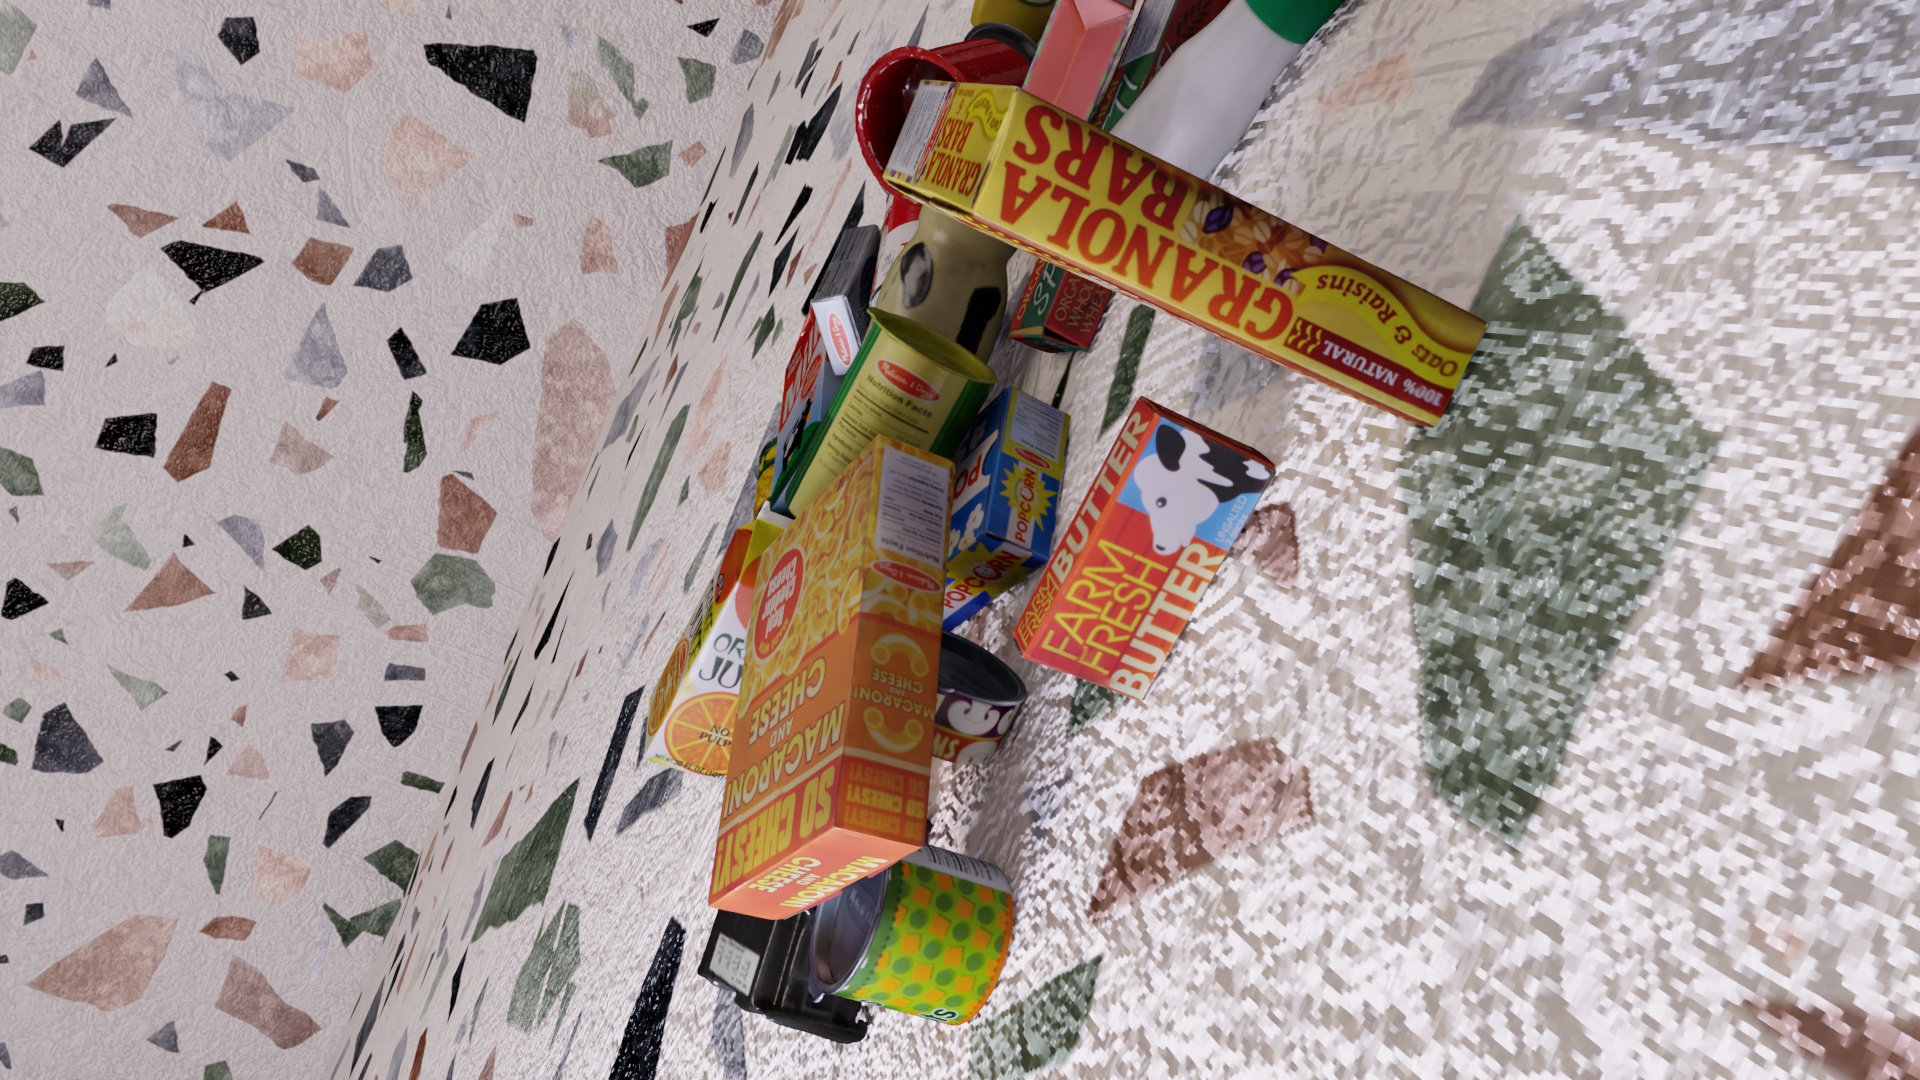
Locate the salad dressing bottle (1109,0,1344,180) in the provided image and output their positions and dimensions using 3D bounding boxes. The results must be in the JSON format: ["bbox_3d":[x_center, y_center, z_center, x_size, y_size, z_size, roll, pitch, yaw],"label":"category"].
[{"bbox_3d":[0.115,-0.204,0.614,0.147,0.044,0.064,-46,29,41],"label":"salad dressing bottle"}]

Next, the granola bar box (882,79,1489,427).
[{"bbox_3d":[0.066,-0.095,0.449,0.039,0.165,0.124,-66,21,12],"label":"granola bar box"}]

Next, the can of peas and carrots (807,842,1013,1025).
[{"bbox_3d":[-0.021,0.156,0.553,0.070,0.059,0.071,-51,26,38],"label":"can of peas and carrots"}]

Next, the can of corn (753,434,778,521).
[{"bbox_3d":[-0.109,-0.032,0.945,0.070,0.071,0.058,-52,26,36],"label":"can of corn"}]

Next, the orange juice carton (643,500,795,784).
[{"bbox_3d":[-0.136,0.063,0.912,0.192,0.072,0.073,-59,22,21],"label":"orange juice carton"}]

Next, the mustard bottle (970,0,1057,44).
[{"bbox_3d":[0.043,-0.376,0.943,0.049,0.065,0.159,-96,29,-61],"label":"mustard bottle"}]

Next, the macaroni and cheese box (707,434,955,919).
[{"bbox_3d":[-0.052,0.058,0.569,0.123,0.040,0.167,-40,38,49],"label":"macaroni and cheese box"}]

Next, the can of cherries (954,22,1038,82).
[{"bbox_3d":[0.020,-0.295,0.913,0.058,0.071,0.072,-32,40,59],"label":"can of cherries"}]

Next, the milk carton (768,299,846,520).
[{"bbox_3d":[-0.073,-0.093,0.916,0.073,0.072,0.191,-52,25,36],"label":"milk carton"}]

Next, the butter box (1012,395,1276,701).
[{"bbox_3d":[0.065,0.005,0.505,0.103,0.053,0.024,-62,19,13],"label":"butter box"}]

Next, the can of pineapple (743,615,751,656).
[{"bbox_3d":[-0.089,0.050,0.830,0.070,0.058,0.071,-51,26,37],"label":"can of pineapple"}]

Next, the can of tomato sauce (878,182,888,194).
[{"bbox_3d":[-0.013,-0.279,0.975,0.083,0.071,0.071,-28,44,59],"label":"can of tomato sauce"}]

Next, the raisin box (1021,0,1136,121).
[{"bbox_3d":[0.062,-0.259,0.747,0.124,0.040,0.085,-73,5,-62],"label":"raisin box"}]

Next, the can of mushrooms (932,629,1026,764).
[{"bbox_3d":[-0.009,0.066,0.601,0.033,0.071,0.071,-63,21,15],"label":"can of mushrooms"}]

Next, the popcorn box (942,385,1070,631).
[{"bbox_3d":[0.002,-0.009,0.694,0.126,0.038,0.085,-39,33,52],"label":"popcorn box"}]

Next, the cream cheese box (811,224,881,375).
[{"bbox_3d":[-0.065,-0.154,0.880,0.104,0.024,0.053,-77,-23,-52],"label":"cream cheese box"}]

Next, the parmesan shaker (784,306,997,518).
[{"bbox_3d":[-0.037,-0.052,0.679,0.102,0.071,0.071,-60,22,18],"label":"parmesan shaker"}]

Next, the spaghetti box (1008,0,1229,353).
[{"bbox_3d":[0.089,-0.212,0.704,0.250,0.029,0.050,-68,20,-2],"label":"spaghetti box"}]
